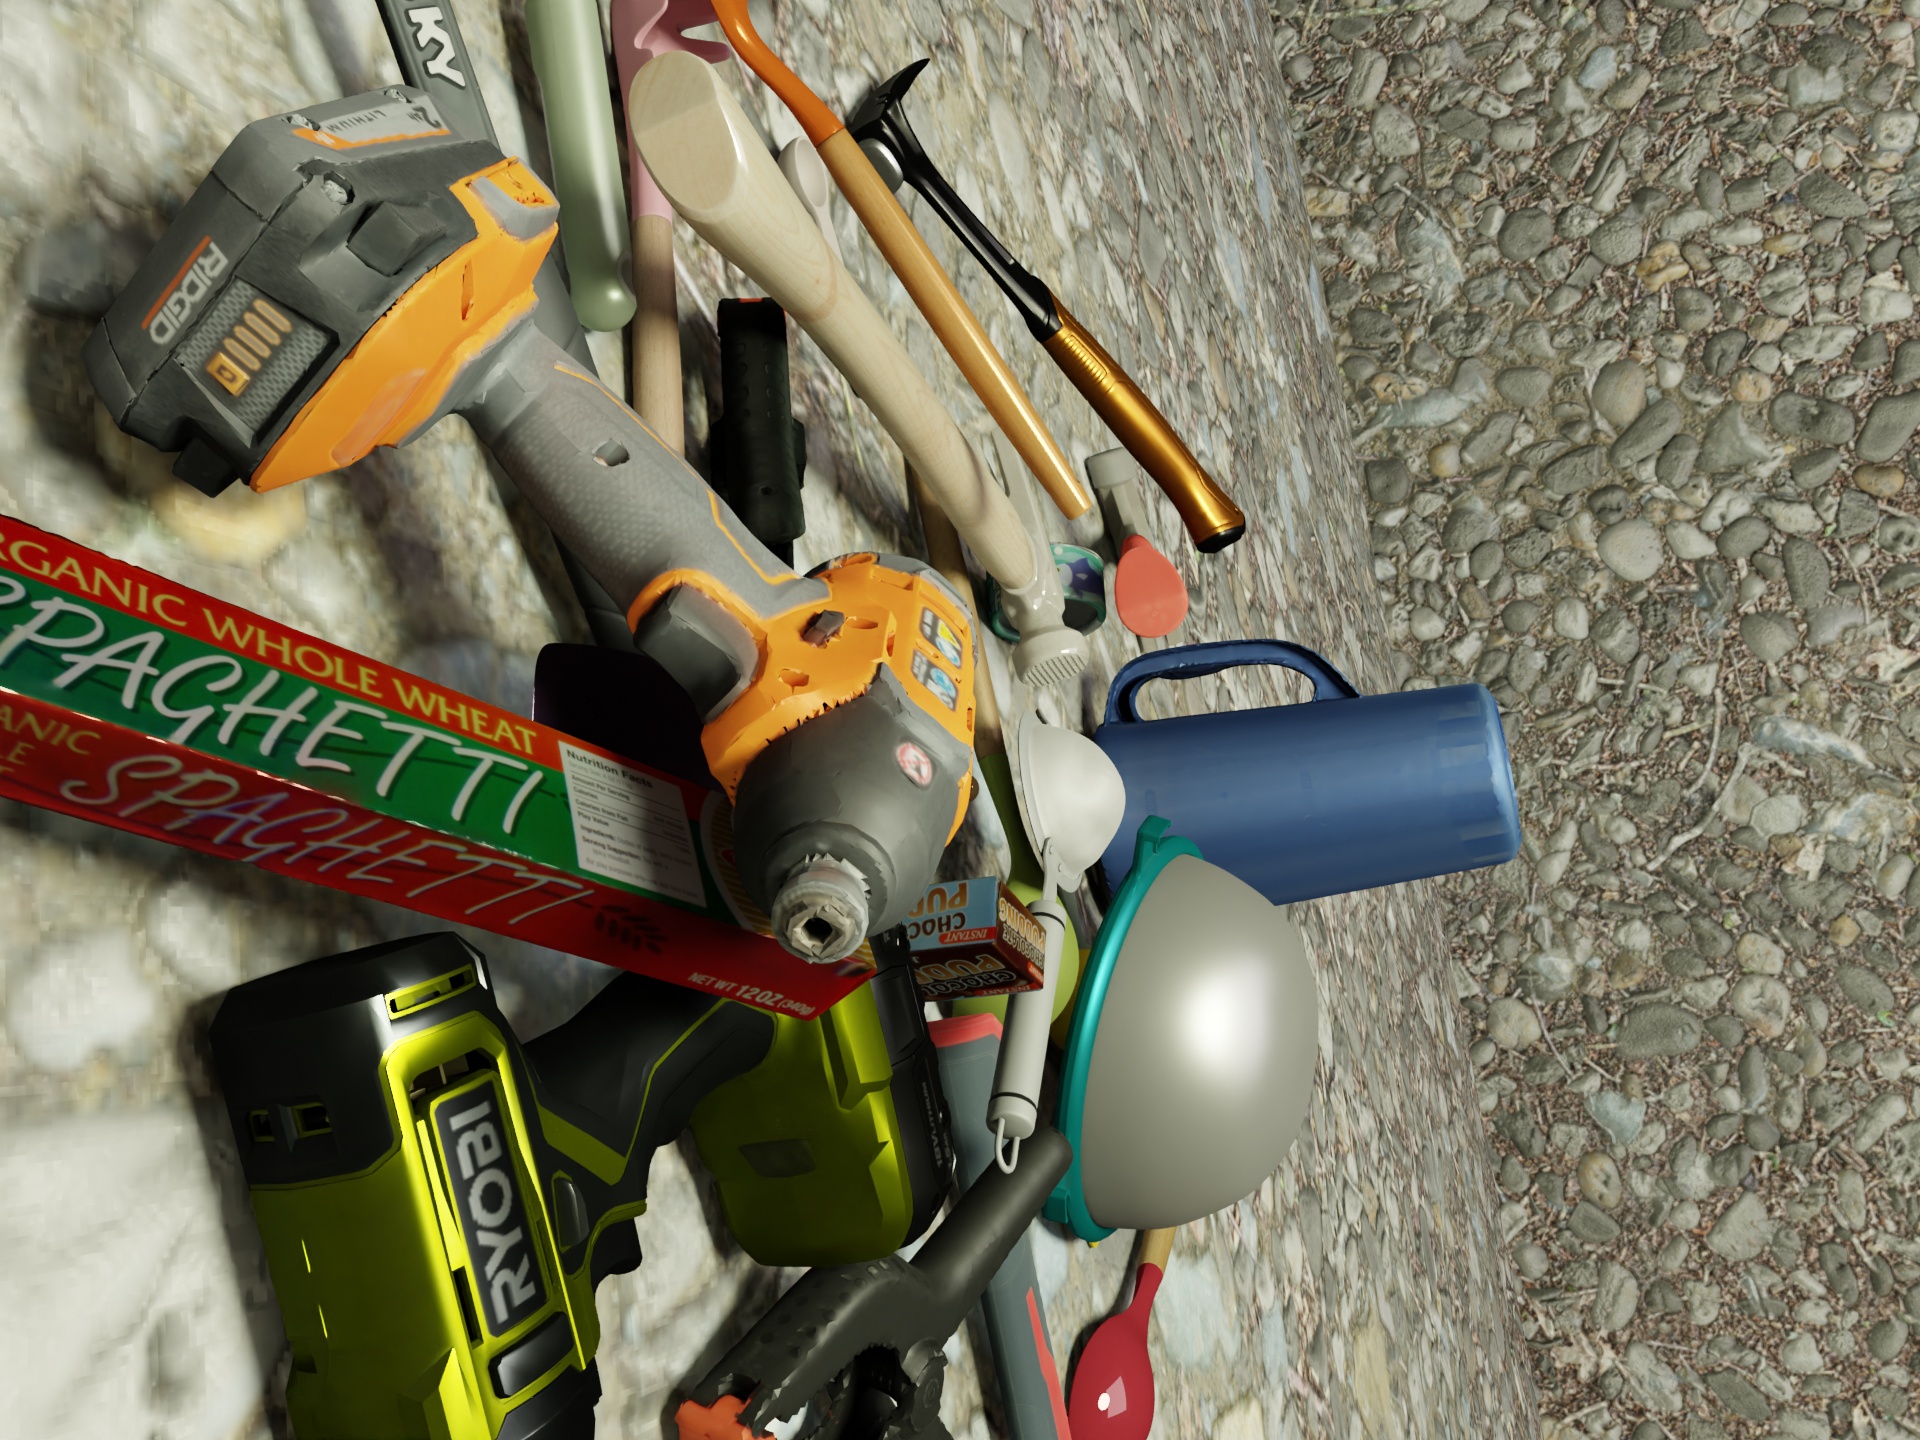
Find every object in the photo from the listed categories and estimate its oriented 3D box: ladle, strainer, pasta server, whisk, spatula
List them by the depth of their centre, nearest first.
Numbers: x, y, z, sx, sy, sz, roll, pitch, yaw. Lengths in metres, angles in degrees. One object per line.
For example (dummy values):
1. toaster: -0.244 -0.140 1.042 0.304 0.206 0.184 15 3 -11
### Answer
1. whisk: -0.142 -0.259 0.555 0.058 0.059 0.246 -30 112 -85
2. spatula: -0.055 0.019 0.559 0.315 0.018 0.060 12 78 -68
3. pasta server: -0.107 -0.163 0.595 0.060 0.040 0.316 55 29 -72
4. spatula: -0.032 -0.222 0.649 0.322 0.041 0.081 54 17 -13
5. strainer: 0.039 0.081 0.684 0.259 0.050 0.086 -76 147 -46
6. ladle: -0.001 -0.002 0.779 0.078 0.062 0.320 32 43 -65
7. strainer: 0.152 0.190 0.862 0.340 0.095 0.211 42 62 -61
8. ladle: 0.110 0.296 0.896 0.315 0.031 0.069 -51 125 -65

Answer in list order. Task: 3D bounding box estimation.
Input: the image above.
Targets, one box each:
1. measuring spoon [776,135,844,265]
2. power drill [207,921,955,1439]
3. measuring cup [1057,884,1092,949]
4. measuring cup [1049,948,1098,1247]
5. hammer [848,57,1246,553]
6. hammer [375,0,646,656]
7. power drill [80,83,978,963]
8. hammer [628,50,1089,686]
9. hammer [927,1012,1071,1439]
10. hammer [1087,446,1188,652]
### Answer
1. measuring spoon: -0.066 -0.214 0.760 0.034 0.018 0.124 -59 139 -60
2. power drill: -0.088 0.128 0.442 0.223 0.080 0.171 -17 93 -64
3. measuring cup: 0.083 0.123 0.900 0.083 0.038 0.167 -45 122 -64
4. measuring cup: 0.063 0.199 0.845 0.062 0.029 0.156 11 80 -65
5. hammer: 0.060 -0.223 0.914 0.336 0.034 0.127 44 35 -27
6. hammer: -0.139 -0.153 0.479 0.149 0.036 0.408 -35 116 -43
7. power drill: -0.086 -0.042 0.393 0.226 0.084 0.164 42 21 -17
8. hammer: -0.027 -0.140 0.661 0.410 0.038 0.146 42 29 -66
9. hammer: 0.030 0.319 0.672 0.143 0.038 0.386 -9 87 -66
10. hammer: 0.114 -0.086 0.983 0.359 0.036 0.149 -72 144 -77
